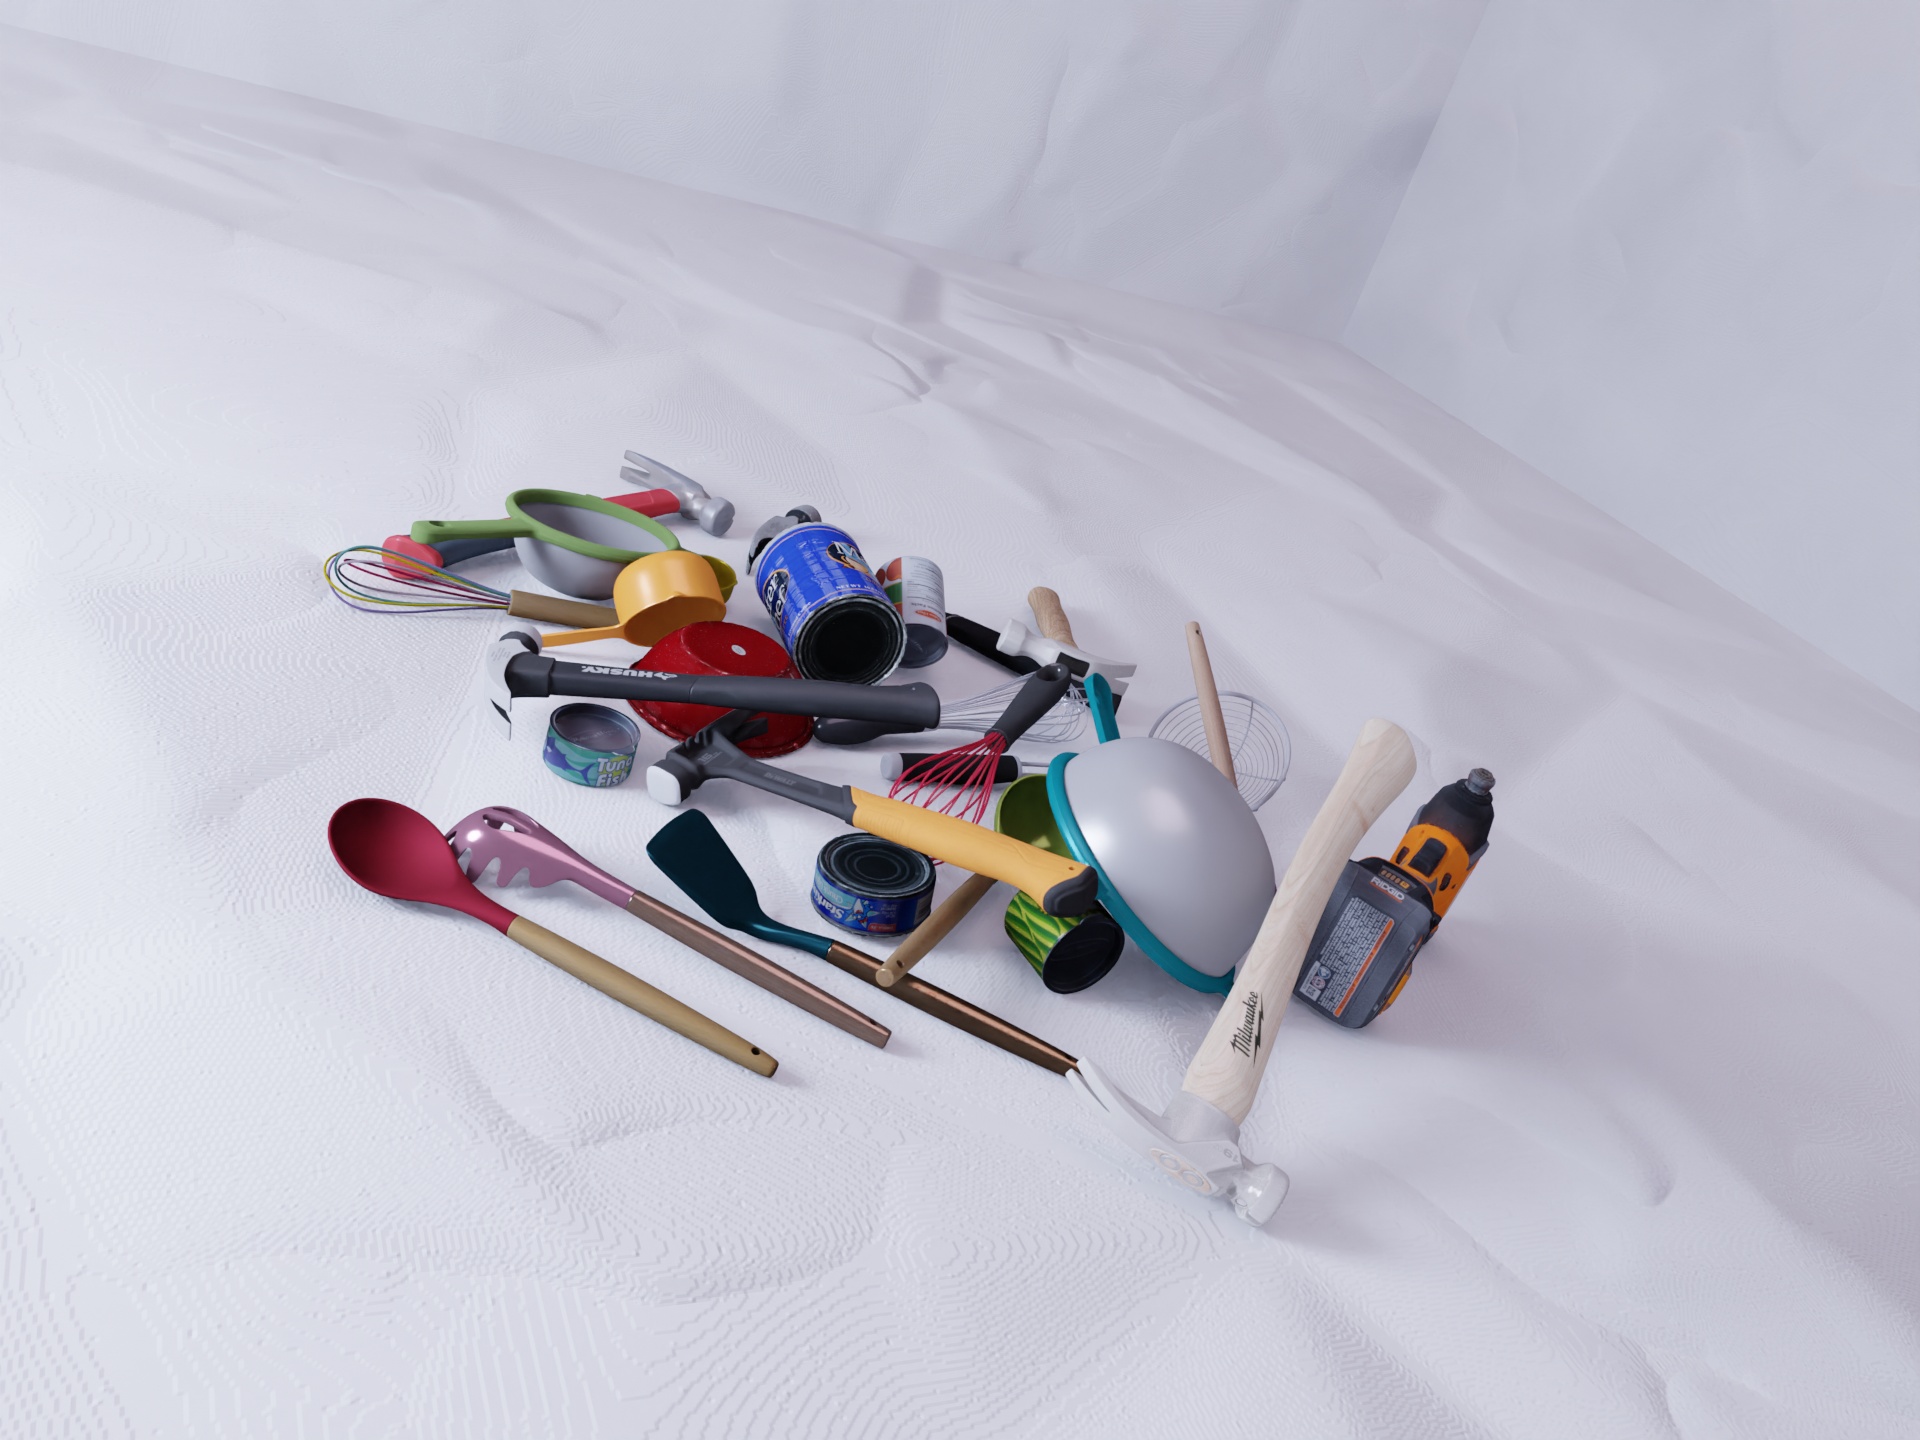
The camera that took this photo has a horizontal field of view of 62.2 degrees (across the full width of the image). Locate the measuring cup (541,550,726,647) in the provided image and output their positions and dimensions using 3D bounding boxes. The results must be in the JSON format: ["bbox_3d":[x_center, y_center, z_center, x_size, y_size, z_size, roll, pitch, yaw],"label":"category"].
[{"bbox_3d":[-0.282,-0.095,1.304,0.173,0.095,0.052,-10,69,-16],"label":"measuring cup"}]

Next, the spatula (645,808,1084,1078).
[{"bbox_3d":[-0.059,0.153,1.038,0.317,0.044,0.082,25,21,7],"label":"spatula"}]

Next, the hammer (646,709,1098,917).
[{"bbox_3d":[-0.053,0.064,1.117,0.337,0.034,0.127,18,35,27],"label":"hammer"}]

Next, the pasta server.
[{"bbox_3d":[-0.187,0.133,1.011,0.316,0.040,0.060,27,27,6],"label":"pasta server"}]

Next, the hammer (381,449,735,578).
[{"bbox_3d":[-0.382,-0.190,1.471,0.143,0.038,0.386,30,28,21],"label":"hammer"}]

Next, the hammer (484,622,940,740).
[{"bbox_3d":[-0.181,-0.020,1.170,0.334,0.035,0.146,5,23,-7],"label":"hammer"}]

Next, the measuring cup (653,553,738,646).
[{"bbox_3d":[-0.245,-0.097,1.416,0.062,0.029,0.157,19,38,-1],"label":"measuring cup"}]

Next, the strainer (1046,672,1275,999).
[{"bbox_3d":[0.158,0.048,1.215,0.210,0.095,0.341,40,24,-30],"label":"strainer"}]

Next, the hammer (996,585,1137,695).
[{"bbox_3d":[0.094,-0.088,1.538,0.130,0.031,0.331,23,13,-6],"label":"hammer"}]

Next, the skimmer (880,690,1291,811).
[{"bbox_3d":[0.111,0.027,1.344,0.363,0.090,0.127,3,56,-28],"label":"skimmer"}]

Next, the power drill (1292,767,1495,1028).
[{"bbox_3d":[0.347,0.129,1.237,0.084,0.164,0.226,34,31,21],"label":"power drill"}]

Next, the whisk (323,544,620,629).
[{"bbox_3d":[-0.390,-0.104,1.300,0.244,0.051,0.047,9,22,-27],"label":"whisk"}]

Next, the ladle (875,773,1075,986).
[{"bbox_3d":[0.018,0.112,1.125,0.078,0.062,0.320,48,26,3],"label":"ladle"}]

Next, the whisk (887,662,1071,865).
[{"bbox_3d":[0.021,0.026,1.260,0.073,0.073,0.296,27,39,14],"label":"whisk"}]

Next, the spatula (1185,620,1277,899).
[{"bbox_3d":[0.220,0.044,1.336,0.059,0.018,0.316,9,53,-21],"label":"spatula"}]

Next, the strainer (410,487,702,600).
[{"bbox_3d":[-0.350,-0.136,1.320,0.152,0.069,0.256,30,22,28],"label":"strainer"}]

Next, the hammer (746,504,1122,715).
[{"bbox_3d":[-0.025,-0.102,1.559,0.409,0.036,0.149,27,28,13],"label":"hammer"}]

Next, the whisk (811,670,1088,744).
[{"bbox_3d":[-0.002,-0.005,1.370,0.284,0.070,0.070,-6,36,-34],"label":"whisk"}]

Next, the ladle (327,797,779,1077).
[{"bbox_3d":[-0.247,0.135,0.961,0.315,0.031,0.069,27,37,9],"label":"ladle"}]

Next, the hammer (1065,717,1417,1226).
[{"bbox_3d":[0.216,0.132,1.076,0.146,0.038,0.411,35,51,2],"label":"hammer"}]
